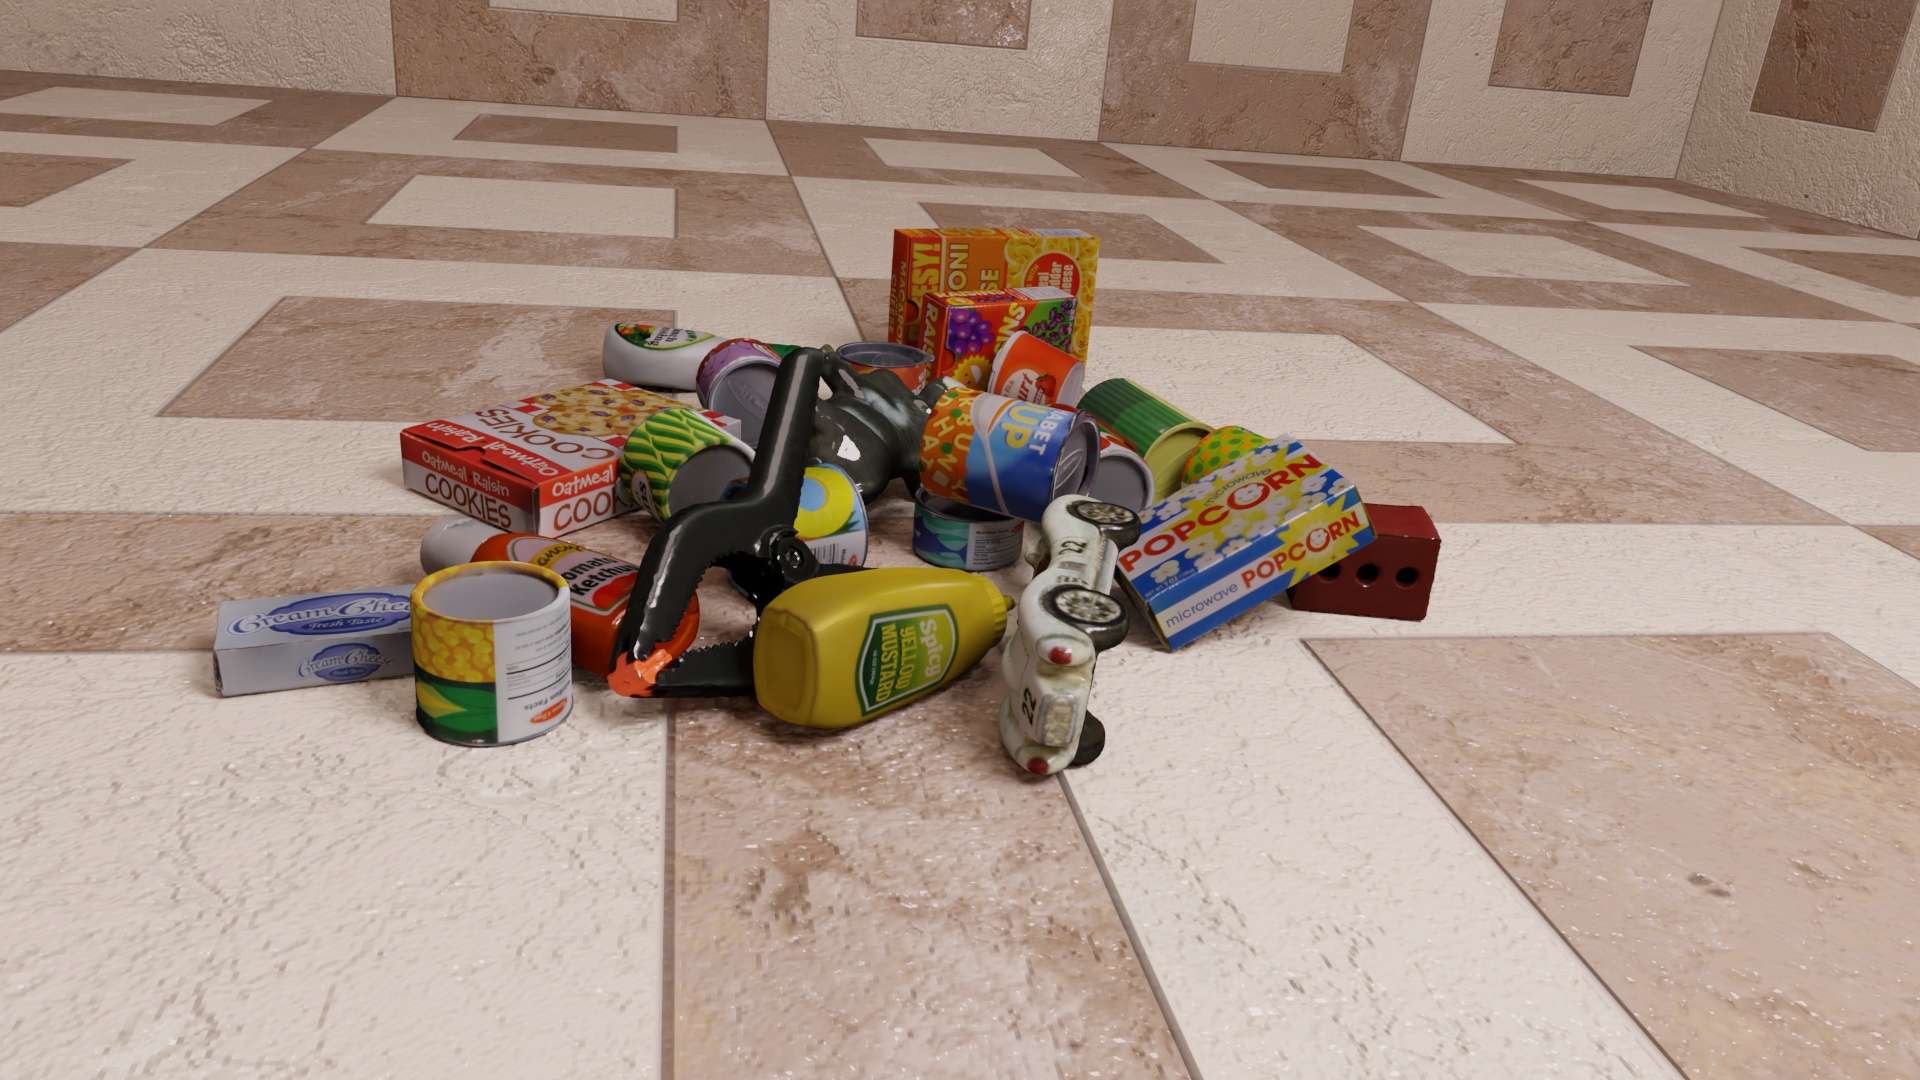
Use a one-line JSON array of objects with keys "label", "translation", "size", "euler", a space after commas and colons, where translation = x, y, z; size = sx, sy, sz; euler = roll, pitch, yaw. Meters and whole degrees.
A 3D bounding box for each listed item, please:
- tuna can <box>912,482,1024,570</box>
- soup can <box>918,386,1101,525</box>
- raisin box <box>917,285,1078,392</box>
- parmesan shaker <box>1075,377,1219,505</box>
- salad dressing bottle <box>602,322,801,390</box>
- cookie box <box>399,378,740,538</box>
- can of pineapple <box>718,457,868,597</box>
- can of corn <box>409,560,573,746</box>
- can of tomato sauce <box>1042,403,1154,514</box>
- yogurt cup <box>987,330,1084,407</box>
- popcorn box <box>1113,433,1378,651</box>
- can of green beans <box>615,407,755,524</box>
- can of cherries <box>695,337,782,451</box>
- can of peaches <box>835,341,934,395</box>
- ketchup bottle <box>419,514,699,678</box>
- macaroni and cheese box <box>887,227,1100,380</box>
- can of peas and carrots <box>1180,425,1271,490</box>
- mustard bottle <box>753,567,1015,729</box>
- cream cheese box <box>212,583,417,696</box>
[{"label": "tuna can", "translation": [0.003, -0.010, 0.819], "size": [0.071, 0.032, 0.071], "euler": [5, 23, -2]}, {"label": "soup can", "translation": [0.028, -0.049, 0.780], "size": [0.084, 0.071, 0.071], "euler": [16, 25, 23]}, {"label": "raisin box", "translation": [0.027, -0.152, 1.093], "size": [0.124, 0.085, 0.040], "euler": [-9, 31, -31]}, {"label": "parmesan shaker", "translation": [0.125, -0.061, 0.930], "size": [0.071, 0.071, 0.103], "euler": [-5, 24, -22]}, {"label": "salad dressing bottle", "translation": [-0.196, -0.138, 1.064], "size": [0.148, 0.043, 0.064], "euler": [5, 24, -1]}, {"label": "cookie box", "translation": [-0.239, -0.056, 0.864], "size": [0.123, 0.040, 0.168], "euler": [19, 26, 29]}, {"label": "can of pineapple", "translation": [-0.092, -0.006, 0.745], "size": [0.058, 0.070, 0.071], "euler": [-13, 28, -36]}, {"label": "can of corn", "translation": [-0.206, 0.047, 0.605], "size": [0.071, 0.058, 0.071], "euler": [5, 22, -2]}, {"label": "can of tomato sauce", "translation": [0.075, -0.041, 0.865], "size": [0.071, 0.071, 0.083], "euler": [-4, 25, -22]}, {"label": "yogurt cup", "translation": [0.059, -0.119, 1.052], "size": [0.054, 0.072, 0.073], "euler": [22, 27, 18]}, {"label": "popcorn box", "translation": [0.146, -0.001, 0.750], "size": [0.127, 0.038, 0.085], "euler": [-29, 26, 0]}, {"label": "can of green beans", "translation": [-0.155, -0.037, 0.806], "size": [0.071, 0.071, 0.058], "euler": [-11, 28, -35]}, {"label": "can of cherries", "translation": [-0.144, -0.103, 0.961], "size": [0.071, 0.071, 0.058], "euler": [-3, 23, -19]}, {"label": "can of peaches", "translation": [-0.056, -0.108, 1.005], "size": [0.071, 0.057, 0.071], "euler": [5, 22, -2]}, {"label": "ketchup bottle", "translation": [-0.202, 0.024, 0.680], "size": [0.149, 0.043, 0.065], "euler": [18, 26, 28]}, {"label": "macaroni and cheese box", "translation": [0.027, -0.192, 1.139], "size": [0.167, 0.123, 0.040], "euler": [-4, 23, -21]}, {"label": "can of peas and carrots", "translation": [0.183, -0.035, 0.869], "size": [0.071, 0.070, 0.059], "euler": [-9, 26, -30]}, {"label": "mustard bottle", "translation": [-0.023, 0.042, 0.654], "size": [0.049, 0.065, 0.161], "euler": [19, 22, 39]}, {"label": "cream cheese box", "translation": [-0.285, 0.044, 0.640], "size": [0.104, 0.024, 0.053], "euler": [-6, 24, -24]}]
